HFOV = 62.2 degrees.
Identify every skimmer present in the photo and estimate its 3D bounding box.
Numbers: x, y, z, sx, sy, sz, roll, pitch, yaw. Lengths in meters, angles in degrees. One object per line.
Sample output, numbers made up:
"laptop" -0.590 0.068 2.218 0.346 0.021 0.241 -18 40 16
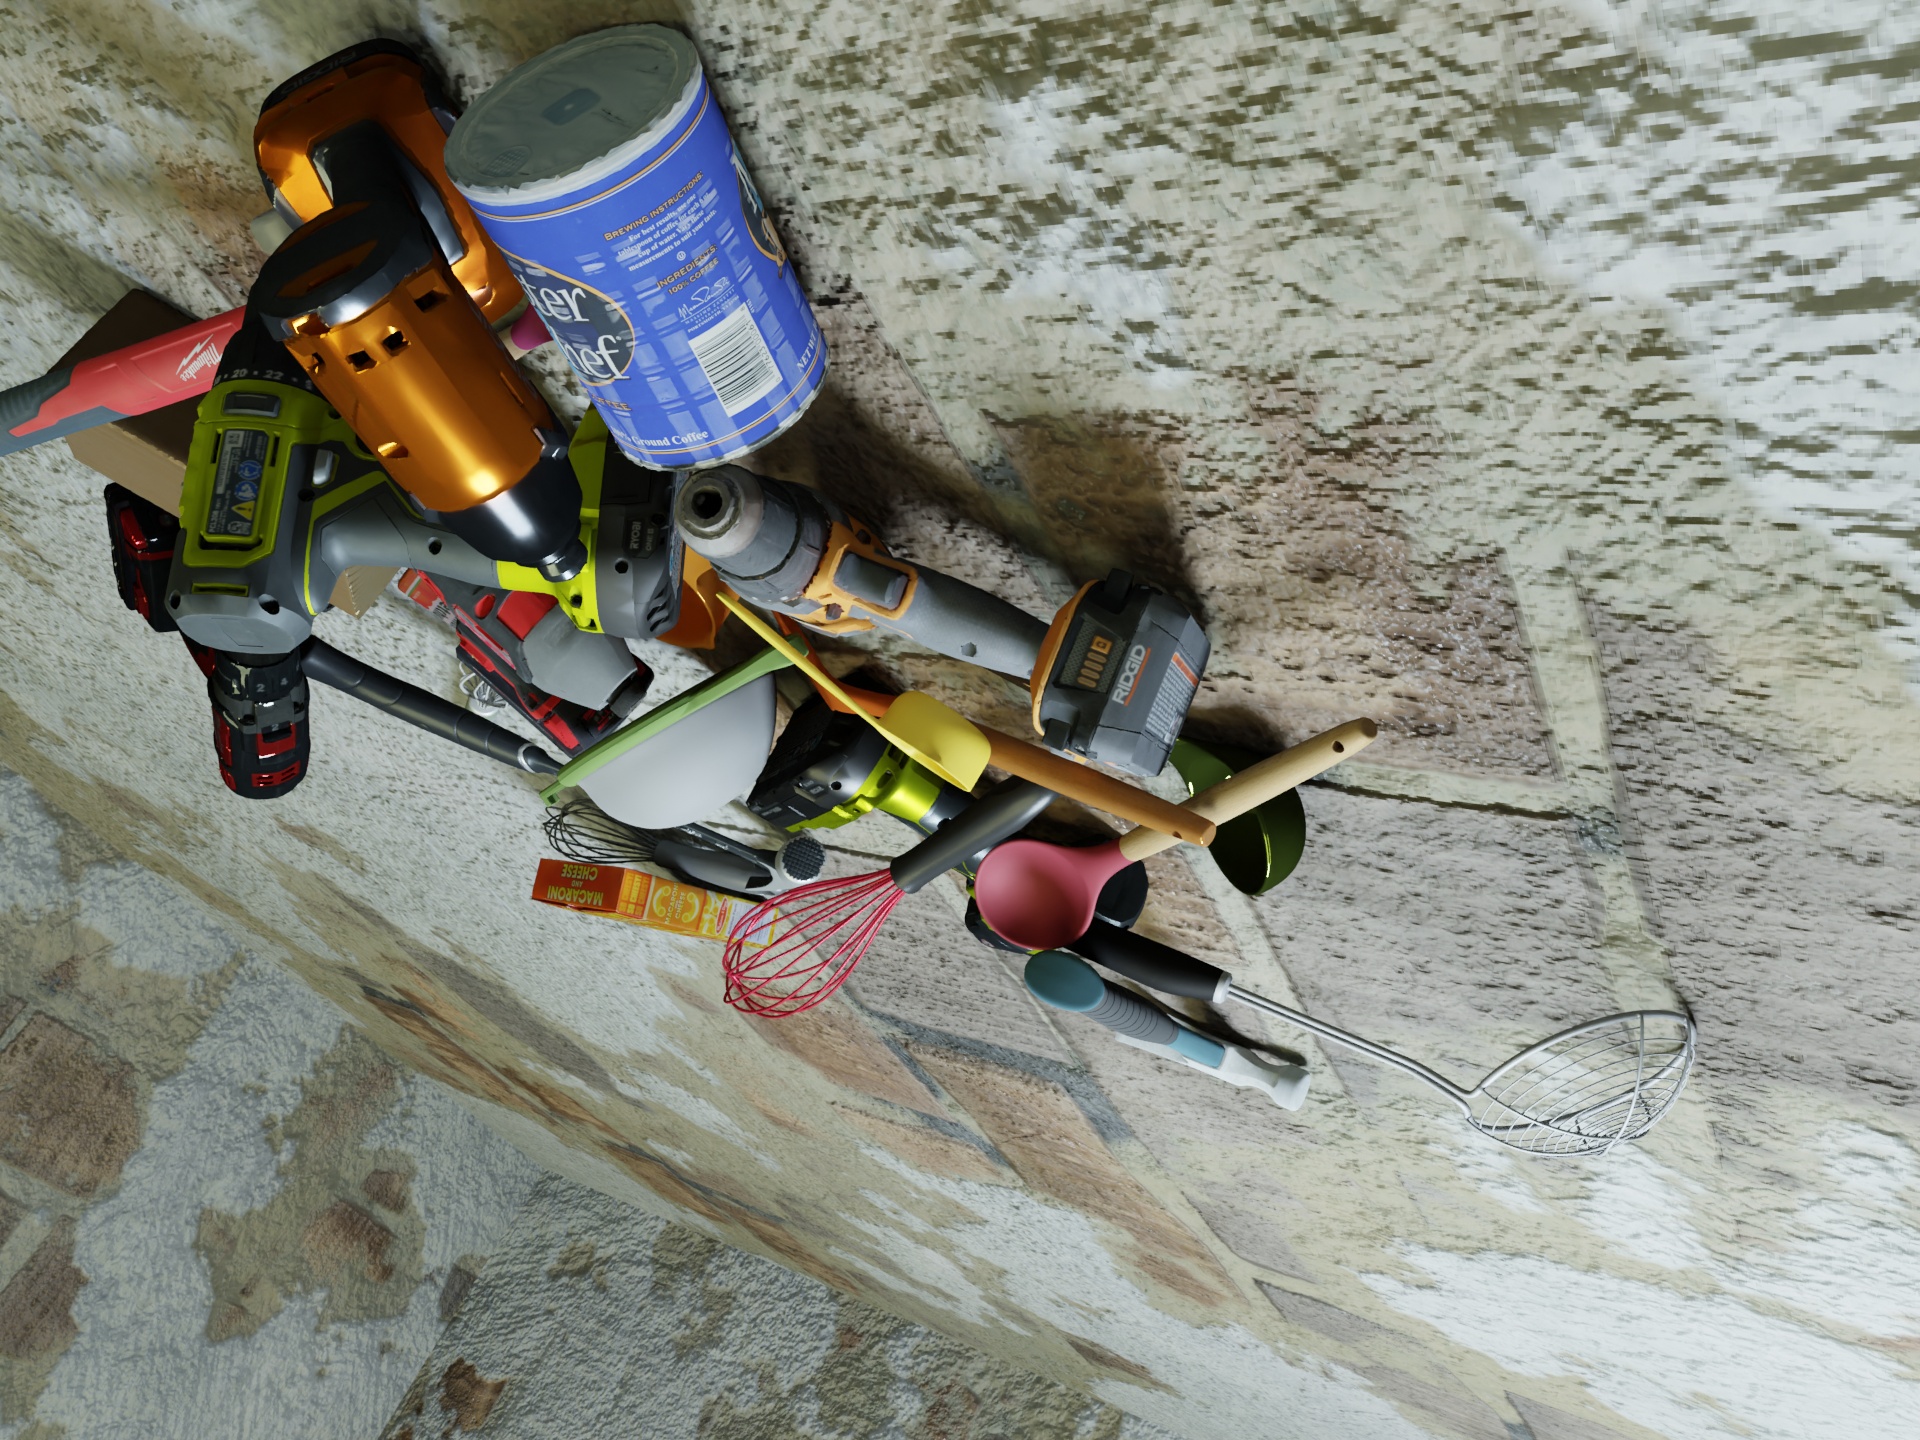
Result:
"skimmer" 0.215 0.150 0.892 0.363 0.090 0.127 20 145 18

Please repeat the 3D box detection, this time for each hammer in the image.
"hammer" -0.298 0.035 1.176 0.408 0.036 0.149 25 163 -10
"hammer" 0.123 0.194 1.012 0.128 0.033 0.330 17 170 31
"hammer" -0.472 -0.173 0.898 0.386 0.038 0.143 -9 120 24

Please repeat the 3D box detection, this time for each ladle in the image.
"ladle" 0.037 -0.011 0.831 0.320 0.062 0.078 30 155 6
"ladle" 0.098 0.056 0.795 0.069 0.031 0.315 52 145 -2

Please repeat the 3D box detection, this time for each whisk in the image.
"whisk" -0.045 0.099 0.919 0.073 0.073 0.296 40 126 -20
"whisk" -0.247 0.108 1.320 0.239 0.055 0.055 12 148 22
"whisk" -0.361 -0.017 1.214 0.059 0.058 0.246 58 155 0

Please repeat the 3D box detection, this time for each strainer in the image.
"strainer" -0.135 0.010 0.911 0.069 0.151 0.256 61 148 -4

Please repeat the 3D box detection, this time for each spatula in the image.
"spatula" -0.001 -0.003 0.835 0.323 0.041 0.080 22 151 35

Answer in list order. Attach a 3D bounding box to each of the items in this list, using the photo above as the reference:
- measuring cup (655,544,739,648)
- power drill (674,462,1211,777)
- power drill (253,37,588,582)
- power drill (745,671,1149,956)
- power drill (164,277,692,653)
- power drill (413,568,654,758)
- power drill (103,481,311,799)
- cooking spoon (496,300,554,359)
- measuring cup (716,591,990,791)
"measuring cup" -0.140 -0.098 0.859 0.095 0.052 0.173 40 148 -18
"power drill" -0.011 -0.052 0.720 0.226 0.084 0.185 22 180 16
"power drill" -0.212 -0.163 0.646 0.164 0.084 0.227 61 -178 -46
"power drill" -0.014 0.073 1.001 0.223 0.080 0.171 35 152 -17
"power drill" -0.247 -0.125 0.758 0.228 0.191 0.080 3 162 -4
"power drill" -0.241 -0.045 0.937 0.143 0.078 0.219 42 168 -2
"power drill" -0.511 -0.079 1.093 0.227 0.080 0.187 52 142 26
"cooking spoon" -0.238 -0.192 0.825 0.319 0.017 0.068 -7 137 49
"measuring cup" -0.049 -0.022 0.774 0.156 0.029 0.062 38 173 -11
